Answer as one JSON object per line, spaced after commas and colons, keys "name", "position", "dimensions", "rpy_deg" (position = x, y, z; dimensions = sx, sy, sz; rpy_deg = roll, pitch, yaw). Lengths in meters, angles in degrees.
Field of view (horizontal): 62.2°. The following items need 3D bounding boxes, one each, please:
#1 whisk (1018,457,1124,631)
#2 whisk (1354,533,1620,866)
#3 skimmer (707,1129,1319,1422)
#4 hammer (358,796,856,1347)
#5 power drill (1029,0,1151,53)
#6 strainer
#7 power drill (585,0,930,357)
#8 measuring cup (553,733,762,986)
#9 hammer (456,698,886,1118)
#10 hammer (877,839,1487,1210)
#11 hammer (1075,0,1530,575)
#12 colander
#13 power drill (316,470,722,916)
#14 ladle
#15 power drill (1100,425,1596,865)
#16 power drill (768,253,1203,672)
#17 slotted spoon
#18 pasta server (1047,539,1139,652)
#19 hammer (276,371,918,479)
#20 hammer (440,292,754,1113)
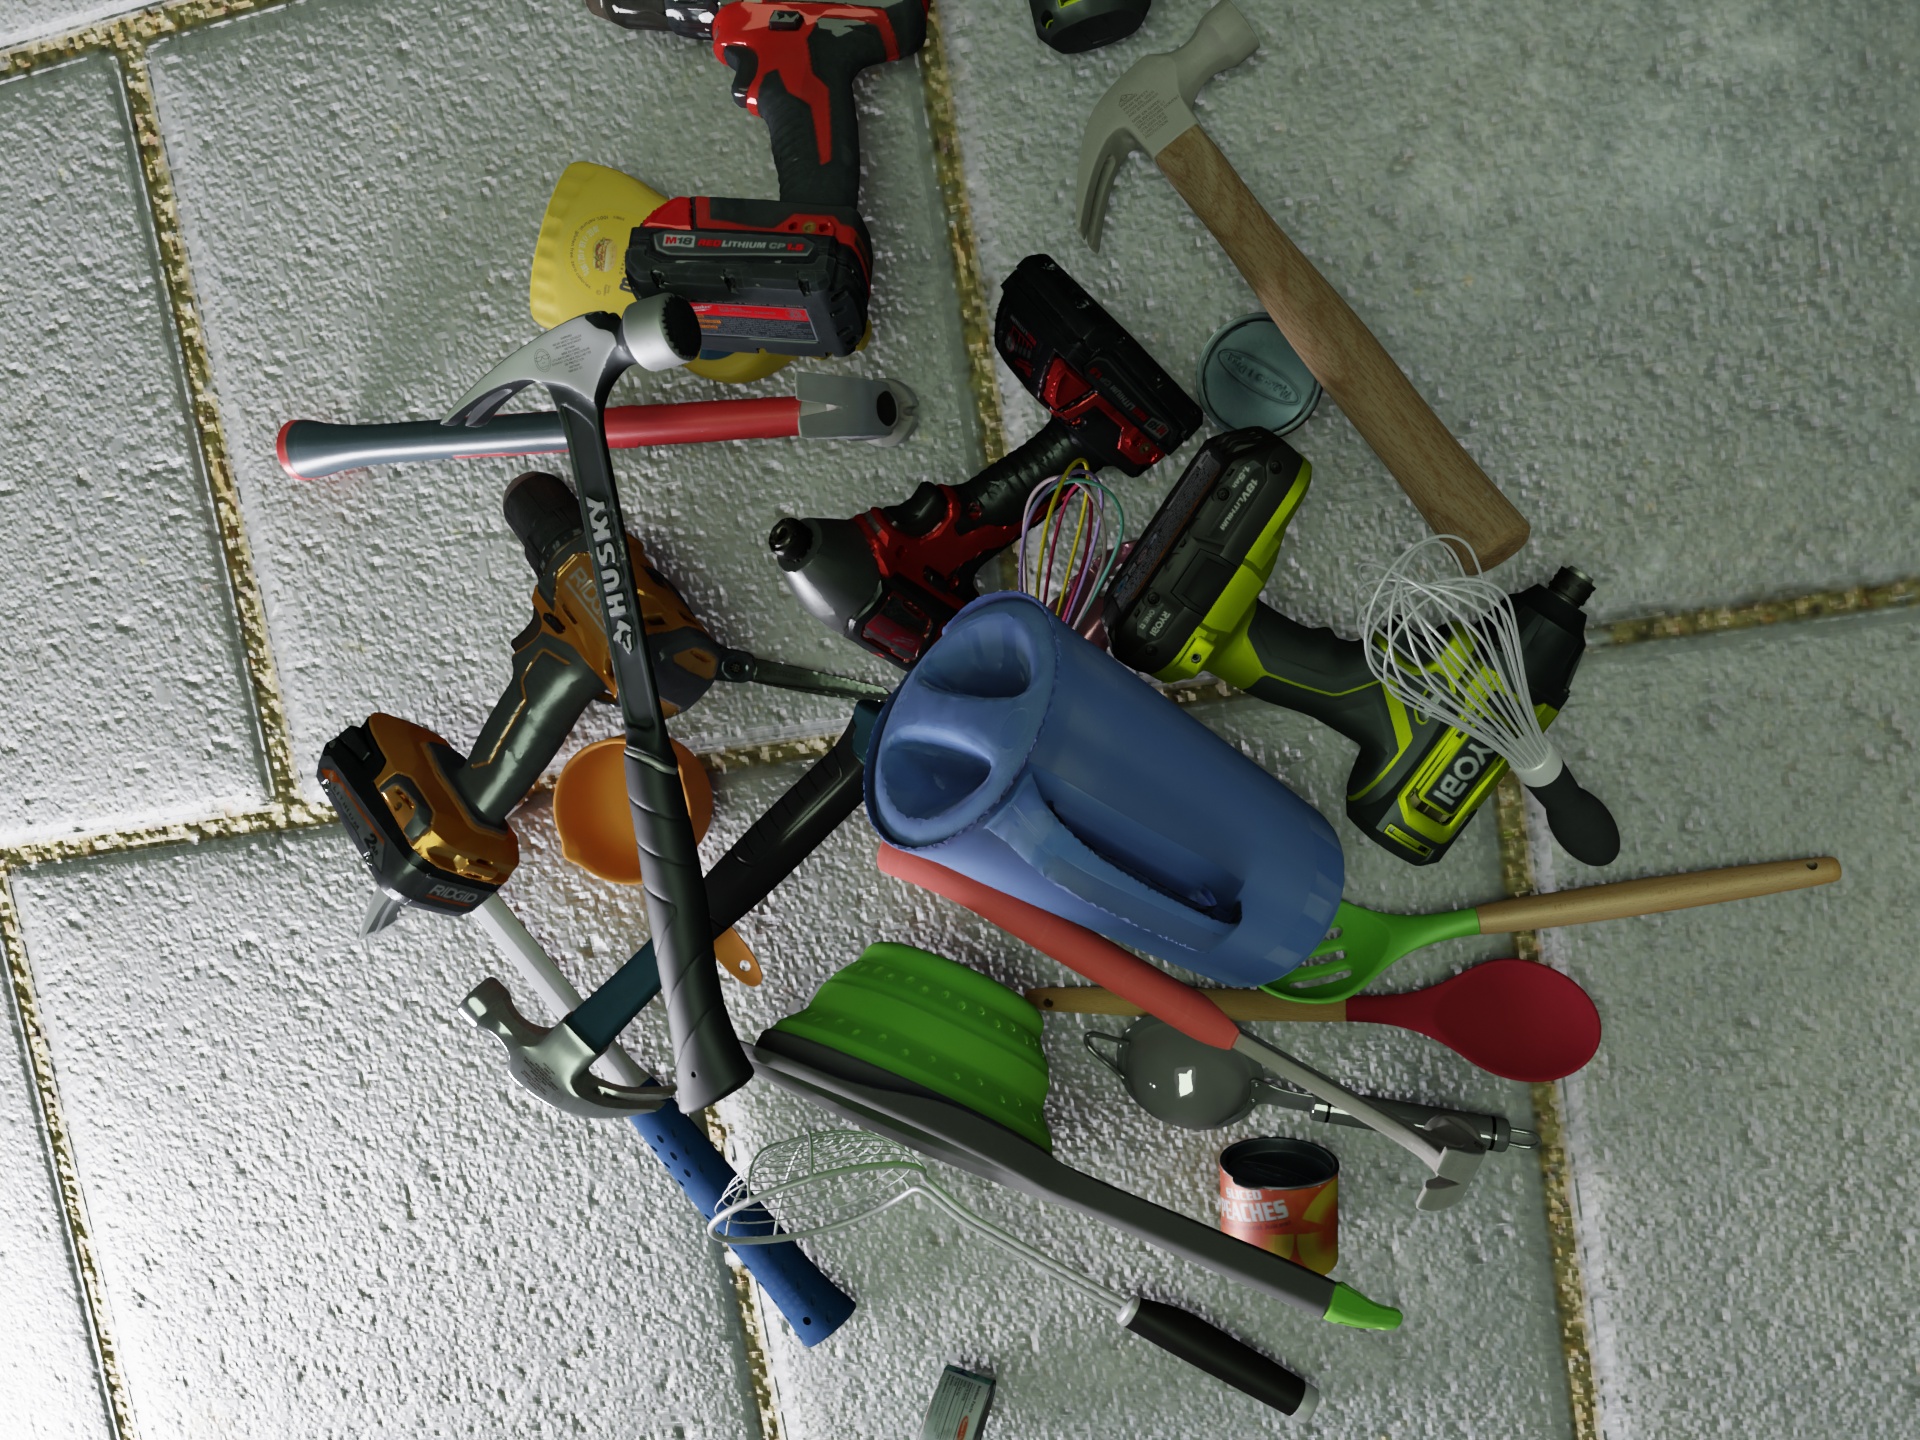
{"name": "whisk", "position": [0.045, -0.031, 0.849], "dimensions": [0.051, 0.047, 0.244], "rpy_deg": [4, 129, -4]}
{"name": "whisk", "position": [0.264, 0.003, 0.761], "dimensions": [0.070, 0.070, 0.284], "rpy_deg": [-37, 133, 16]}
{"name": "skimmer", "position": [0.034, 0.339, 0.919], "dimensions": [0.363, 0.090, 0.127], "rpy_deg": [28, 143, 1]}
{"name": "hammer", "position": [-0.214, 0.225, 0.995], "dimensions": [0.144, 0.035, 0.405], "rpy_deg": [-40, 89, 15]}
{"name": "power drill", "position": [0.123, -0.461, 0.787], "dimensions": [0.228, 0.080, 0.190], "rpy_deg": [-12, 94, 17]}
{"name": "strainer", "position": [0.195, 0.215, 0.896], "dimensions": [0.258, 0.050, 0.086], "rpy_deg": [8, 121, 8]}
{"name": "power drill", "position": [-0.119, -0.314, 0.834], "dimensions": [0.188, 0.080, 0.227], "rpy_deg": [5, 77, 7]}
{"name": "measuring cup", "position": [-0.167, 0.083, 0.954], "dimensions": [0.095, 0.052, 0.173], "rpy_deg": [-37, 91, 16]}
{"name": "hammer", "position": [-0.143, 0.107, 0.909], "dimensions": [0.128, 0.033, 0.331], "rpy_deg": [46, 106, 0]}
{"name": "hammer", "position": [0.102, 0.144, 0.840], "dimensions": [0.359, 0.149, 0.037], "rpy_deg": [27, 92, 24]}
{"name": "hammer", "position": [0.164, -0.204, 0.778], "dimensions": [0.130, 0.031, 0.332], "rpy_deg": [-36, 66, 16]}
{"name": "colander", "position": [0.055, 0.212, 0.869], "dimensions": [0.397, 0.204, 0.094], "rpy_deg": [19, 72, 16]}
{"name": "power drill", "position": [-0.264, -0.023, 0.917], "dimensions": [0.226, 0.084, 0.185], "rpy_deg": [-45, 62, 6]}
{"name": "ladle", "position": [0.191, 0.163, 0.896], "dimensions": [0.315, 0.031, 0.069], "rpy_deg": [0, 98, 15]}
{"name": "power drill", "position": [0.201, -0.047, 0.815], "dimensions": [0.223, 0.080, 0.171], "rpy_deg": [30, 105, -11]}
{"name": "power drill", "position": [0.006, -0.125, 0.835], "dimensions": [0.219, 0.143, 0.079], "rpy_deg": [-45, 48, 15]}
{"name": "slotted spoon", "position": [0.305, 0.106, 0.855], "dimensions": [0.314, 0.070, 0.031], "rpy_deg": [-11, 140, 11]}
{"name": "pasta server", "position": [-0.001, -0.003, 0.908], "dimensions": [0.316, 0.040, 0.060], "rpy_deg": [-35, 103, 17]}
{"name": "hammer", "position": [-0.227, -0.163, 0.893], "dimensions": [0.386, 0.143, 0.038], "rpy_deg": [0, 99, 17]}
{"name": "hammer", "position": [-0.167, 0.001, 0.815], "dimensions": [0.149, 0.036, 0.409], "rpy_deg": [-9, 93, 25]}
